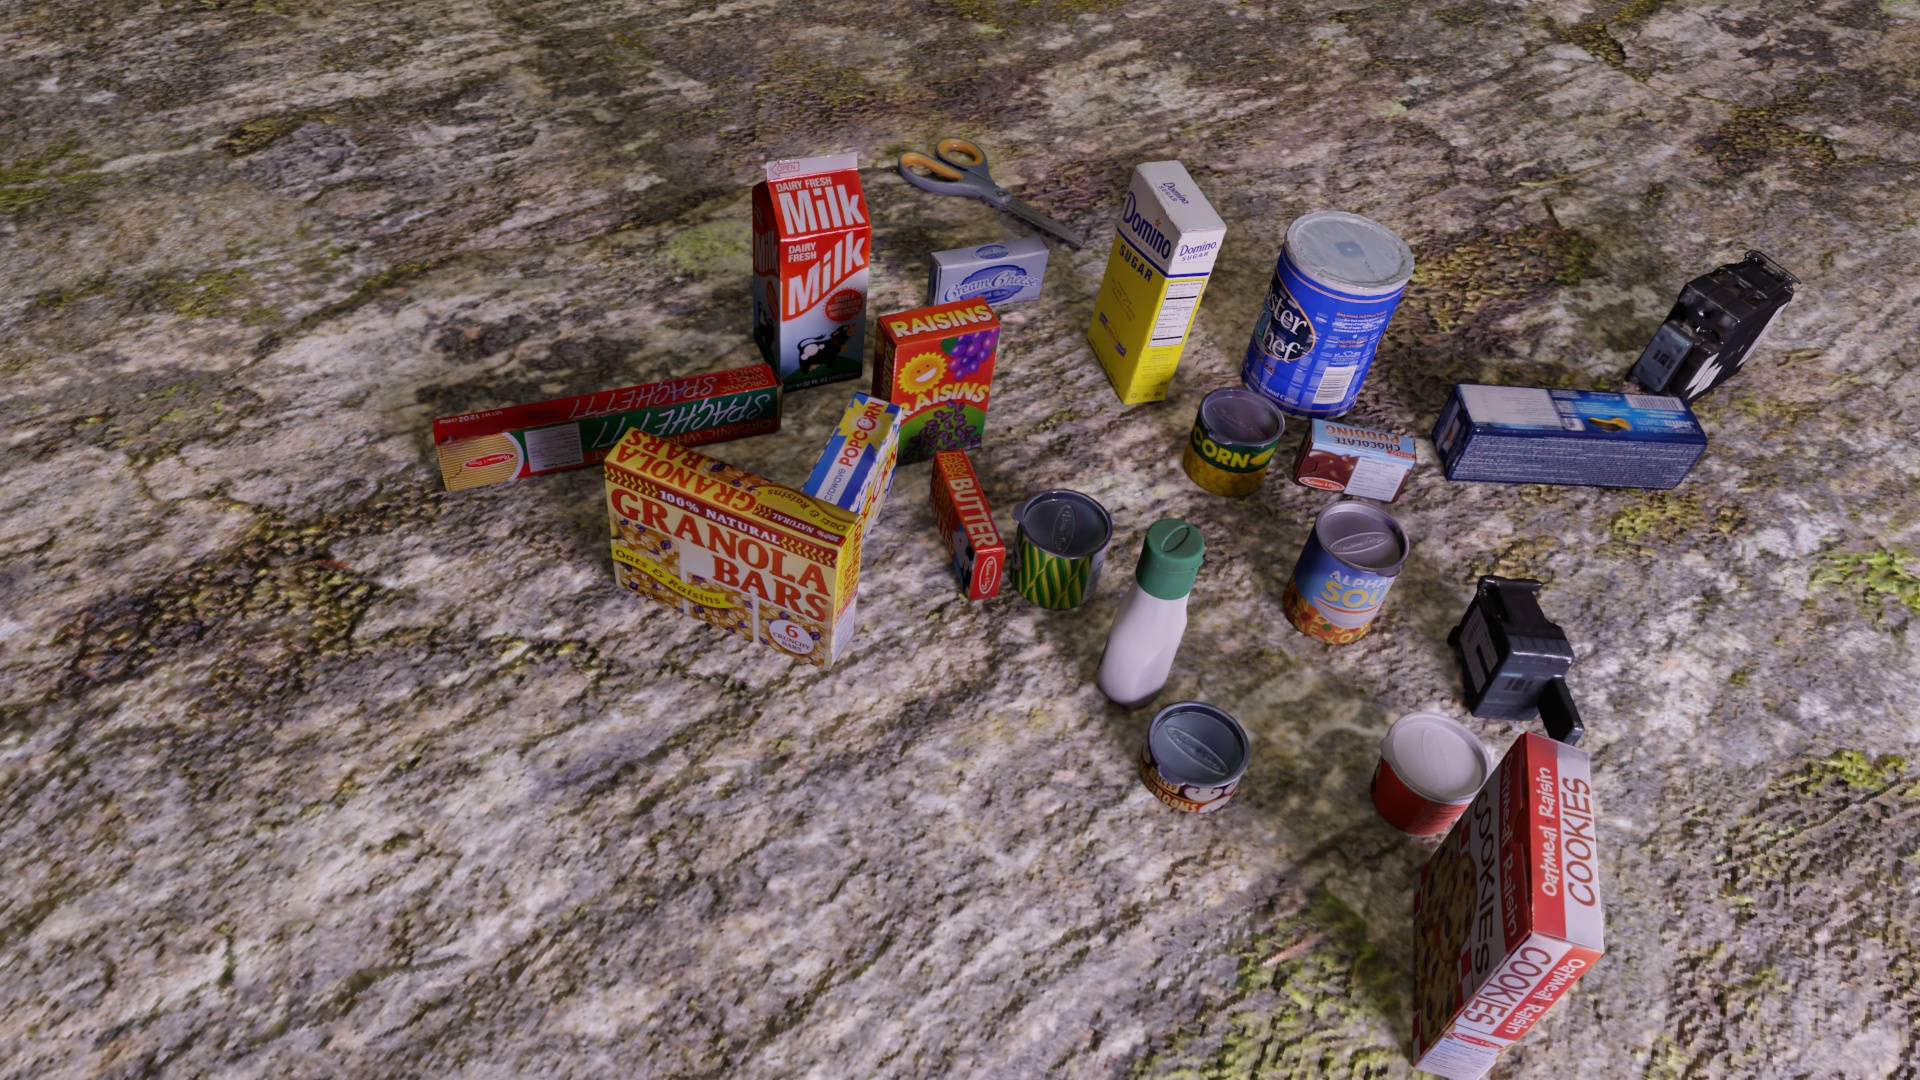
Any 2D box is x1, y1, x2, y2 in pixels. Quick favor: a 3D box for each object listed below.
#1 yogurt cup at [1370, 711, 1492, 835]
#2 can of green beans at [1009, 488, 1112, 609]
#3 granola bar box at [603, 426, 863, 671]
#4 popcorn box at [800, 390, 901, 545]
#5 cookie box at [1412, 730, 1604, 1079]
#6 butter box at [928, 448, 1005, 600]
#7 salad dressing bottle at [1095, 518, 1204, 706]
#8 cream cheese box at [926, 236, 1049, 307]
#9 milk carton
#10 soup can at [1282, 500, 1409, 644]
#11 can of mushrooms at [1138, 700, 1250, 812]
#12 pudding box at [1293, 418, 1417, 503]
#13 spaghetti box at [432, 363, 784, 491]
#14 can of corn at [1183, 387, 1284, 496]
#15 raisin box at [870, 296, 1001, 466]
[{"bbox_3d":[0.298,0.152,0.889,0.072,0.053,0.073,4,47,-5],"label":"yogurt cup"},{"bbox_3d":[0.070,0.006,0.985,0.071,0.057,0.071,4,47,-5],"label":"can of green beans"},{"bbox_3d":[-0.149,0.008,0.905,0.166,0.123,0.039,21,48,10],"label":"granola bar box"},{"bbox_3d":[-0.081,-0.031,0.978,0.038,0.084,0.127,17,48,7],"label":"popcorn box"},{"bbox_3d":[0.295,0.204,0.764,0.040,0.166,0.123,14,47,5],"label":"cookie box"},{"bbox_3d":[0.004,-0.012,0.995,0.024,0.052,0.104,-8,50,-16],"label":"butter box"},{"bbox_3d":[0.123,0.048,0.895,0.044,0.146,0.064,33,52,21],"label":"salad dressing bottle"},{"bbox_3d":[0.023,-0.228,1.196,0.104,0.053,0.024,-13,51,-19],"label":"cream cheese box"},{"bbox_3d":[-0.116,-0.212,1.067,0.072,0.189,0.074,-14,51,-20],"label":"milk carton"},{"bbox_3d":[0.272,0.026,0.981,0.071,0.083,0.072,4,47,-5],"label":"soup can"},{"bbox_3d":[0.148,0.140,0.891,0.071,0.033,0.071,4,47,-5],"label":"can of mushrooms"},{"bbox_3d":[0.309,-0.062,1.091,0.084,0.049,0.030,11,47,1],"label":"pudding box"},{"bbox_3d":[-0.254,-0.085,1.024,0.251,0.049,0.029,-13,51,-19],"label":"spaghetti box"},{"bbox_3d":[0.210,-0.075,1.081,0.071,0.058,0.071,4,47,-5],"label":"can of corn"},{"bbox_3d":[-0.021,-0.117,1.040,0.086,0.122,0.040,-14,51,-20],"label":"raisin box"}]
